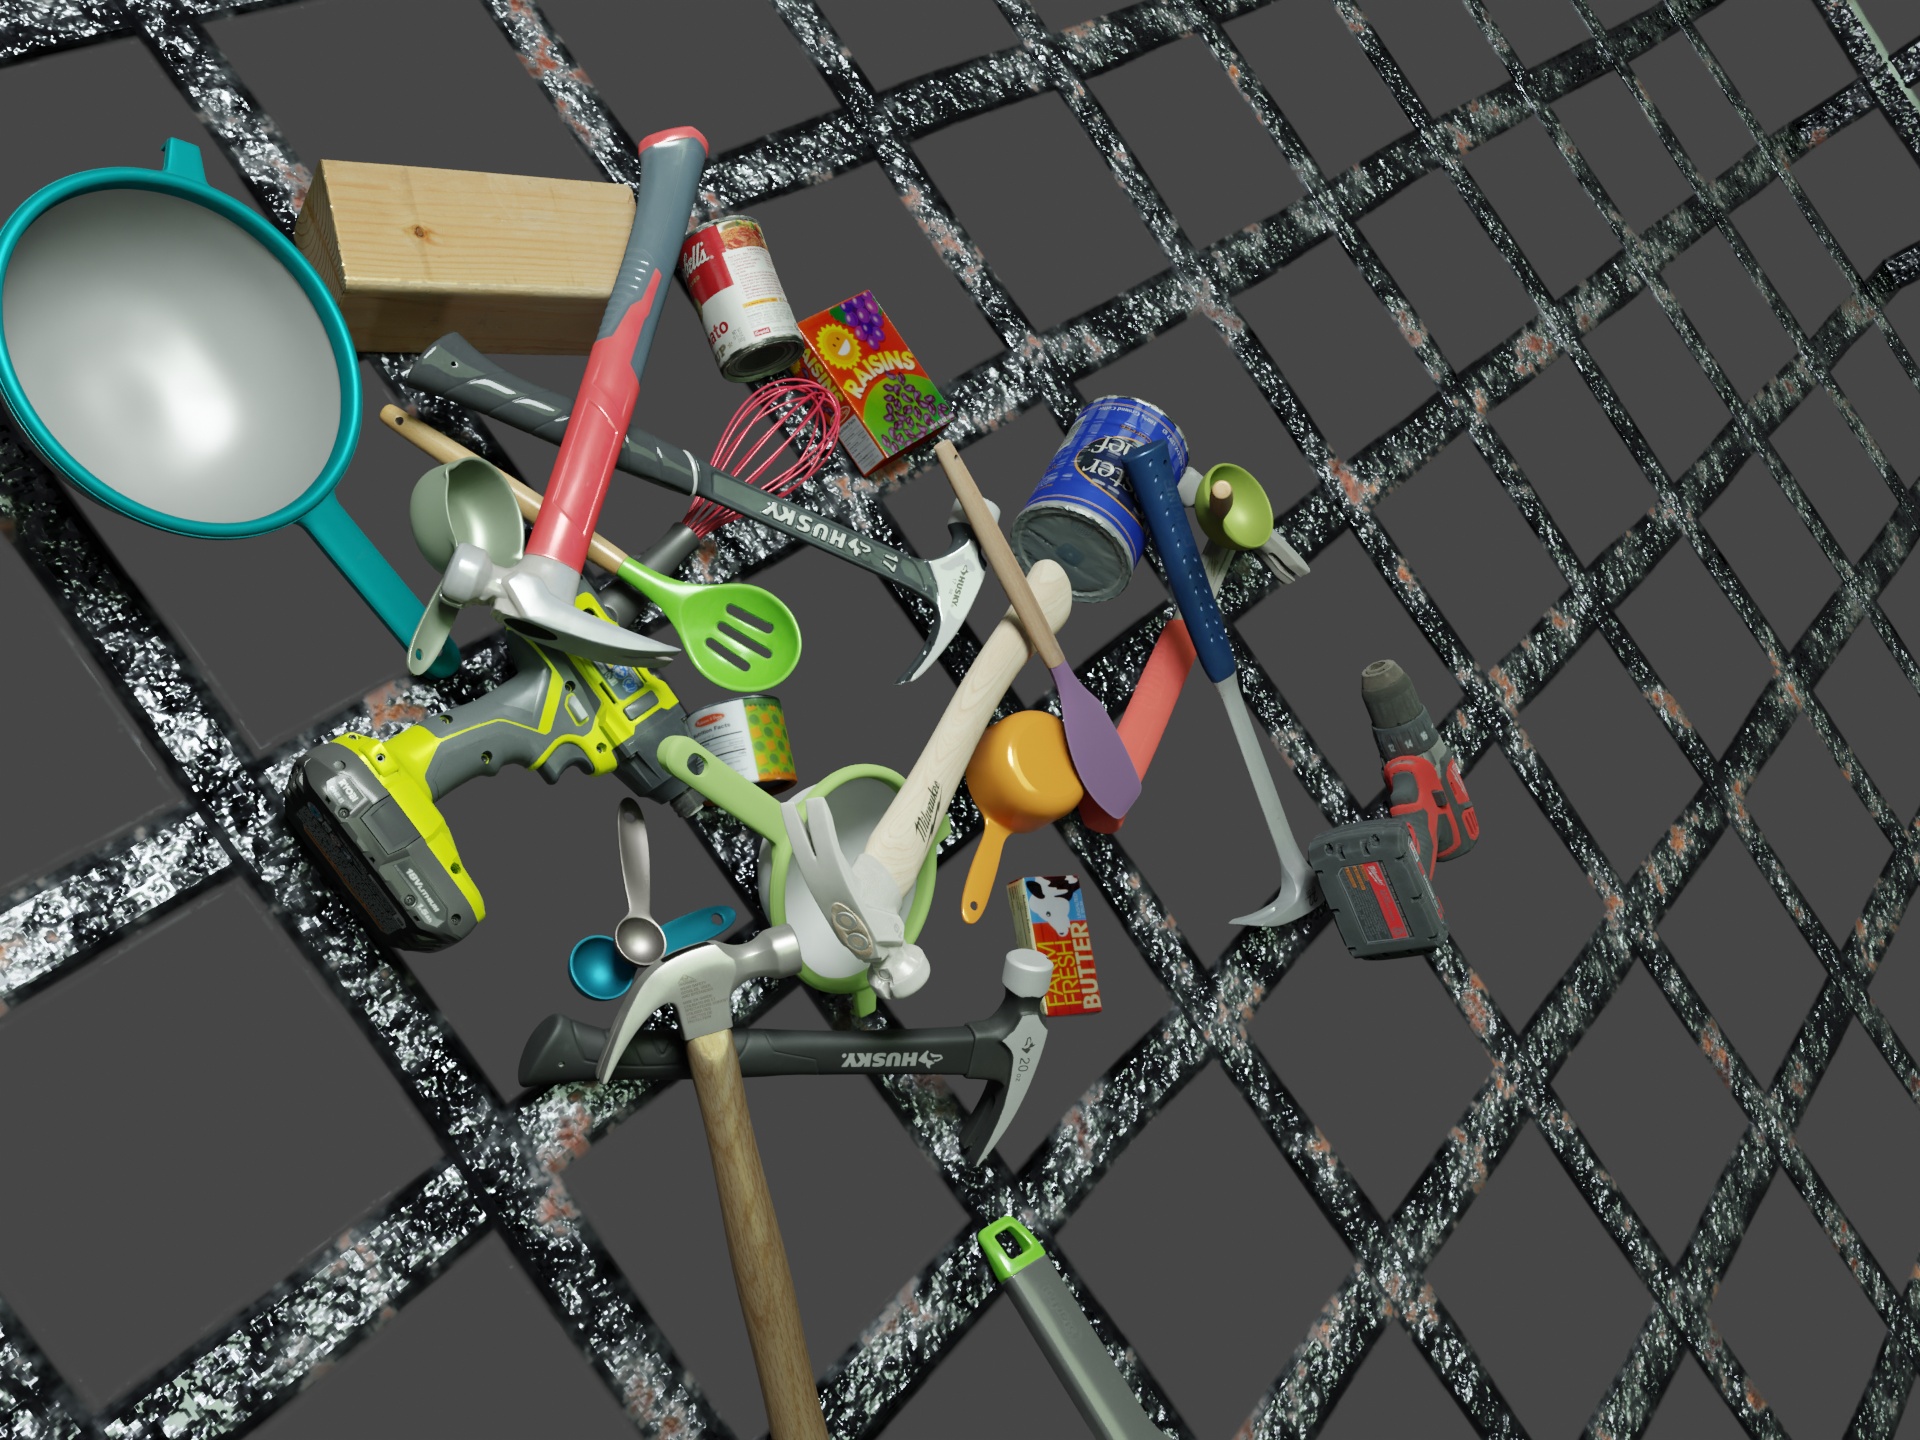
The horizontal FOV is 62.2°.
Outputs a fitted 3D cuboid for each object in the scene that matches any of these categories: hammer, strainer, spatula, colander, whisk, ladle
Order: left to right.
[{"bbox_3d":[-0.430,-0.150,0.940,0.340,0.095,0.211,57,41,-28],"label":"strainer"},{"bbox_3d":[-0.207,-0.220,1.022,0.143,0.038,0.387,21,64,-21],"label":"hammer"},{"bbox_3d":[-0.180,-0.142,1.111,0.073,0.073,0.296,44,61,-11],"label":"whisk"},{"bbox_3d":[-0.167,-0.153,1.071,0.408,0.036,0.149,22,75,-22],"label":"hammer"},{"bbox_3d":[-0.127,0.296,0.940,0.130,0.031,0.331,-13,92,-20],"label":"hammer"},{"bbox_3d":[-0.117,0.075,1.019,0.256,0.069,0.151,41,64,-43],"label":"strainer"},{"bbox_3d":[-0.106,0.214,1.001,0.334,0.035,0.146,4,107,-23],"label":"hammer"},{"bbox_3d":[-0.002,-0.003,1.092,0.146,0.038,0.411,64,33,-26],"label":"hammer"},{"bbox_3d":[0.057,-0.062,1.155,0.060,0.018,0.315,-46,117,-40],"label":"spatula"},{"bbox_3d":[0.117,0.513,1.033,0.204,0.094,0.397,-19,65,-36],"label":"colander"},{"bbox_3d":[0.184,-0.049,1.321,0.149,0.036,0.359,38,55,-15],"label":"hammer"},{"bbox_3d":[0.209,-0.023,1.258,0.144,0.035,0.405,-34,109,-37],"label":"hammer"},{"bbox_3d":[0.211,-0.171,1.220,0.078,0.062,0.320,63,10,1],"label":"ladle"}]

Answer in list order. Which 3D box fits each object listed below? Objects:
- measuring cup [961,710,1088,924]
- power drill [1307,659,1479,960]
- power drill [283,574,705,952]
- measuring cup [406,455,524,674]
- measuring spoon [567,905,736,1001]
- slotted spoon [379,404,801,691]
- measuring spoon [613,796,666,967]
[{"bbox_3d":[0.041,0.069,1.169,0.095,0.052,0.174,33,55,-19],"label":"measuring cup"},{"bbox_3d":[0.361,0.071,1.321,0.227,0.080,0.187,-47,116,-51],"label":"power drill"},{"bbox_3d":[-0.270,0.033,0.961,0.223,0.080,0.171,-40,99,-35],"label":"power drill"},{"bbox_3d":[-0.317,-0.089,0.968,0.083,0.038,0.168,59,31,-43],"label":"measuring cup"},{"bbox_3d":[-0.196,0.146,1.012,0.128,0.021,0.042,-19,74,-46],"label":"measuring spoon"},{"bbox_3d":[-0.242,-0.117,1.042,0.313,0.031,0.070,33,85,-3],"label":"slotted spoon"},{"bbox_3d":[-0.208,0.103,1.008,0.034,0.018,0.124,14,47,-33],"label":"measuring spoon"}]
